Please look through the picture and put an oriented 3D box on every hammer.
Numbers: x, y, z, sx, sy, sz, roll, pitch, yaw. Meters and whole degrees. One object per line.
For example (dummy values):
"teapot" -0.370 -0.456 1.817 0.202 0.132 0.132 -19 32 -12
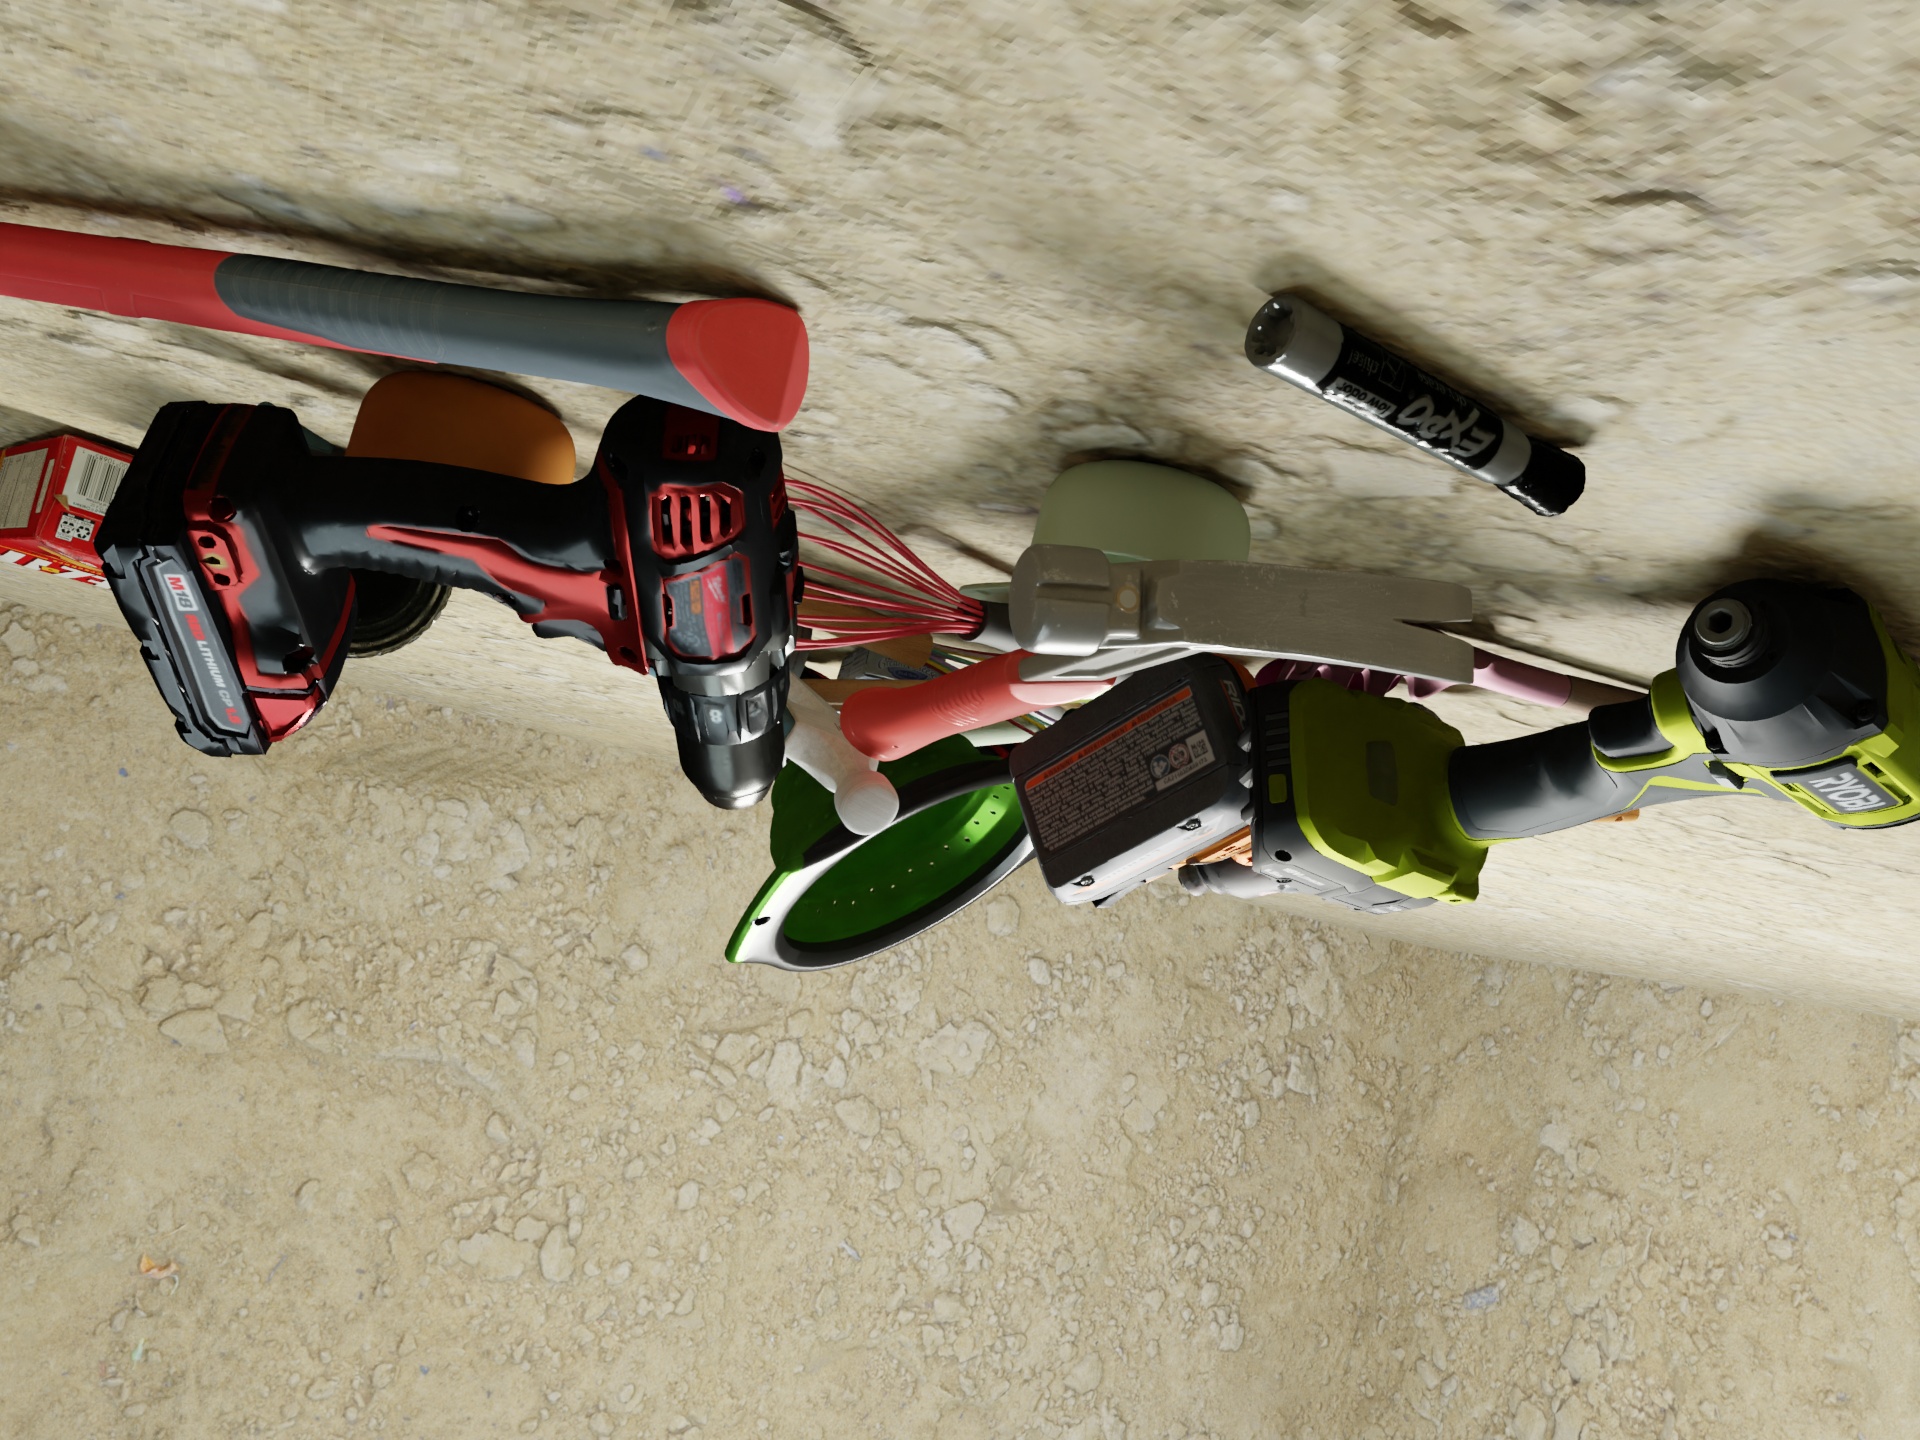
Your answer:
"hammer" -0.231 -0.135 0.523 0.386 0.038 0.143 11 174 12
"hammer" -0.177 -0.049 0.748 0.330 0.033 0.128 31 -170 -29
"hammer" 0.034 -0.015 0.626 0.149 0.037 0.359 4 173 -19

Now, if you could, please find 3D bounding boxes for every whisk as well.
"whisk" -0.009 -0.052 0.723 0.295 0.073 0.073 12 175 -41
"whisk" -0.026 0.010 1.085 0.246 0.059 0.058 -4 -142 -47
"whisk" -0.004 -0.035 0.920 0.244 0.047 0.051 21 167 -27

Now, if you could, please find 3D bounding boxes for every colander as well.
"colander" 0.015 0.045 1.012 0.397 0.095 0.204 -11 149 -38

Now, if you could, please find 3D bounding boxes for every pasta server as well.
"pasta server" 0.284 0.001 0.691 0.316 0.040 0.060 13 161 -14

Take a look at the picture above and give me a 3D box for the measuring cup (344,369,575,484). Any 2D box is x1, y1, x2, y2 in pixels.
"measuring cup" -0.167 -0.096 0.665 0.173 0.052 0.095 16 172 -37

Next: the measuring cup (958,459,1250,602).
"measuring cup" 0.044 -0.066 0.596 0.083 0.038 0.168 16 174 -26

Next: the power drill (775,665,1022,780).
"power drill" -0.043 0.017 1.196 0.219 0.078 0.143 11 -168 -32

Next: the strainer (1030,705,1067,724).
"strainer" 0.073 0.006 1.098 0.087 0.050 0.258 -8 162 22

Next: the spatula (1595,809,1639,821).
"spatula" 0.266 0.056 0.945 0.322 0.041 0.081 3 138 -15

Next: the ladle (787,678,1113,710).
"ladle" -0.001 -0.003 0.859 0.320 0.062 0.078 1 152 4

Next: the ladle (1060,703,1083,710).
"ladle" 0.125 0.009 1.085 0.069 0.031 0.315 -5 162 36

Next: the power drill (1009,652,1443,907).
"power drill" 0.127 0.042 0.764 0.164 0.084 0.226 -33 153 34

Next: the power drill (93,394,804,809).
"power drill" -0.171 -0.036 0.591 0.226 0.080 0.187 -1 136 -3

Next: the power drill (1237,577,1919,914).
"power drill" 0.221 0.010 0.581 0.223 0.080 0.171 -17 154 40

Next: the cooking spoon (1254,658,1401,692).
"cooking spoon" 0.203 -0.004 0.863 0.069 0.017 0.318 -6 168 14
